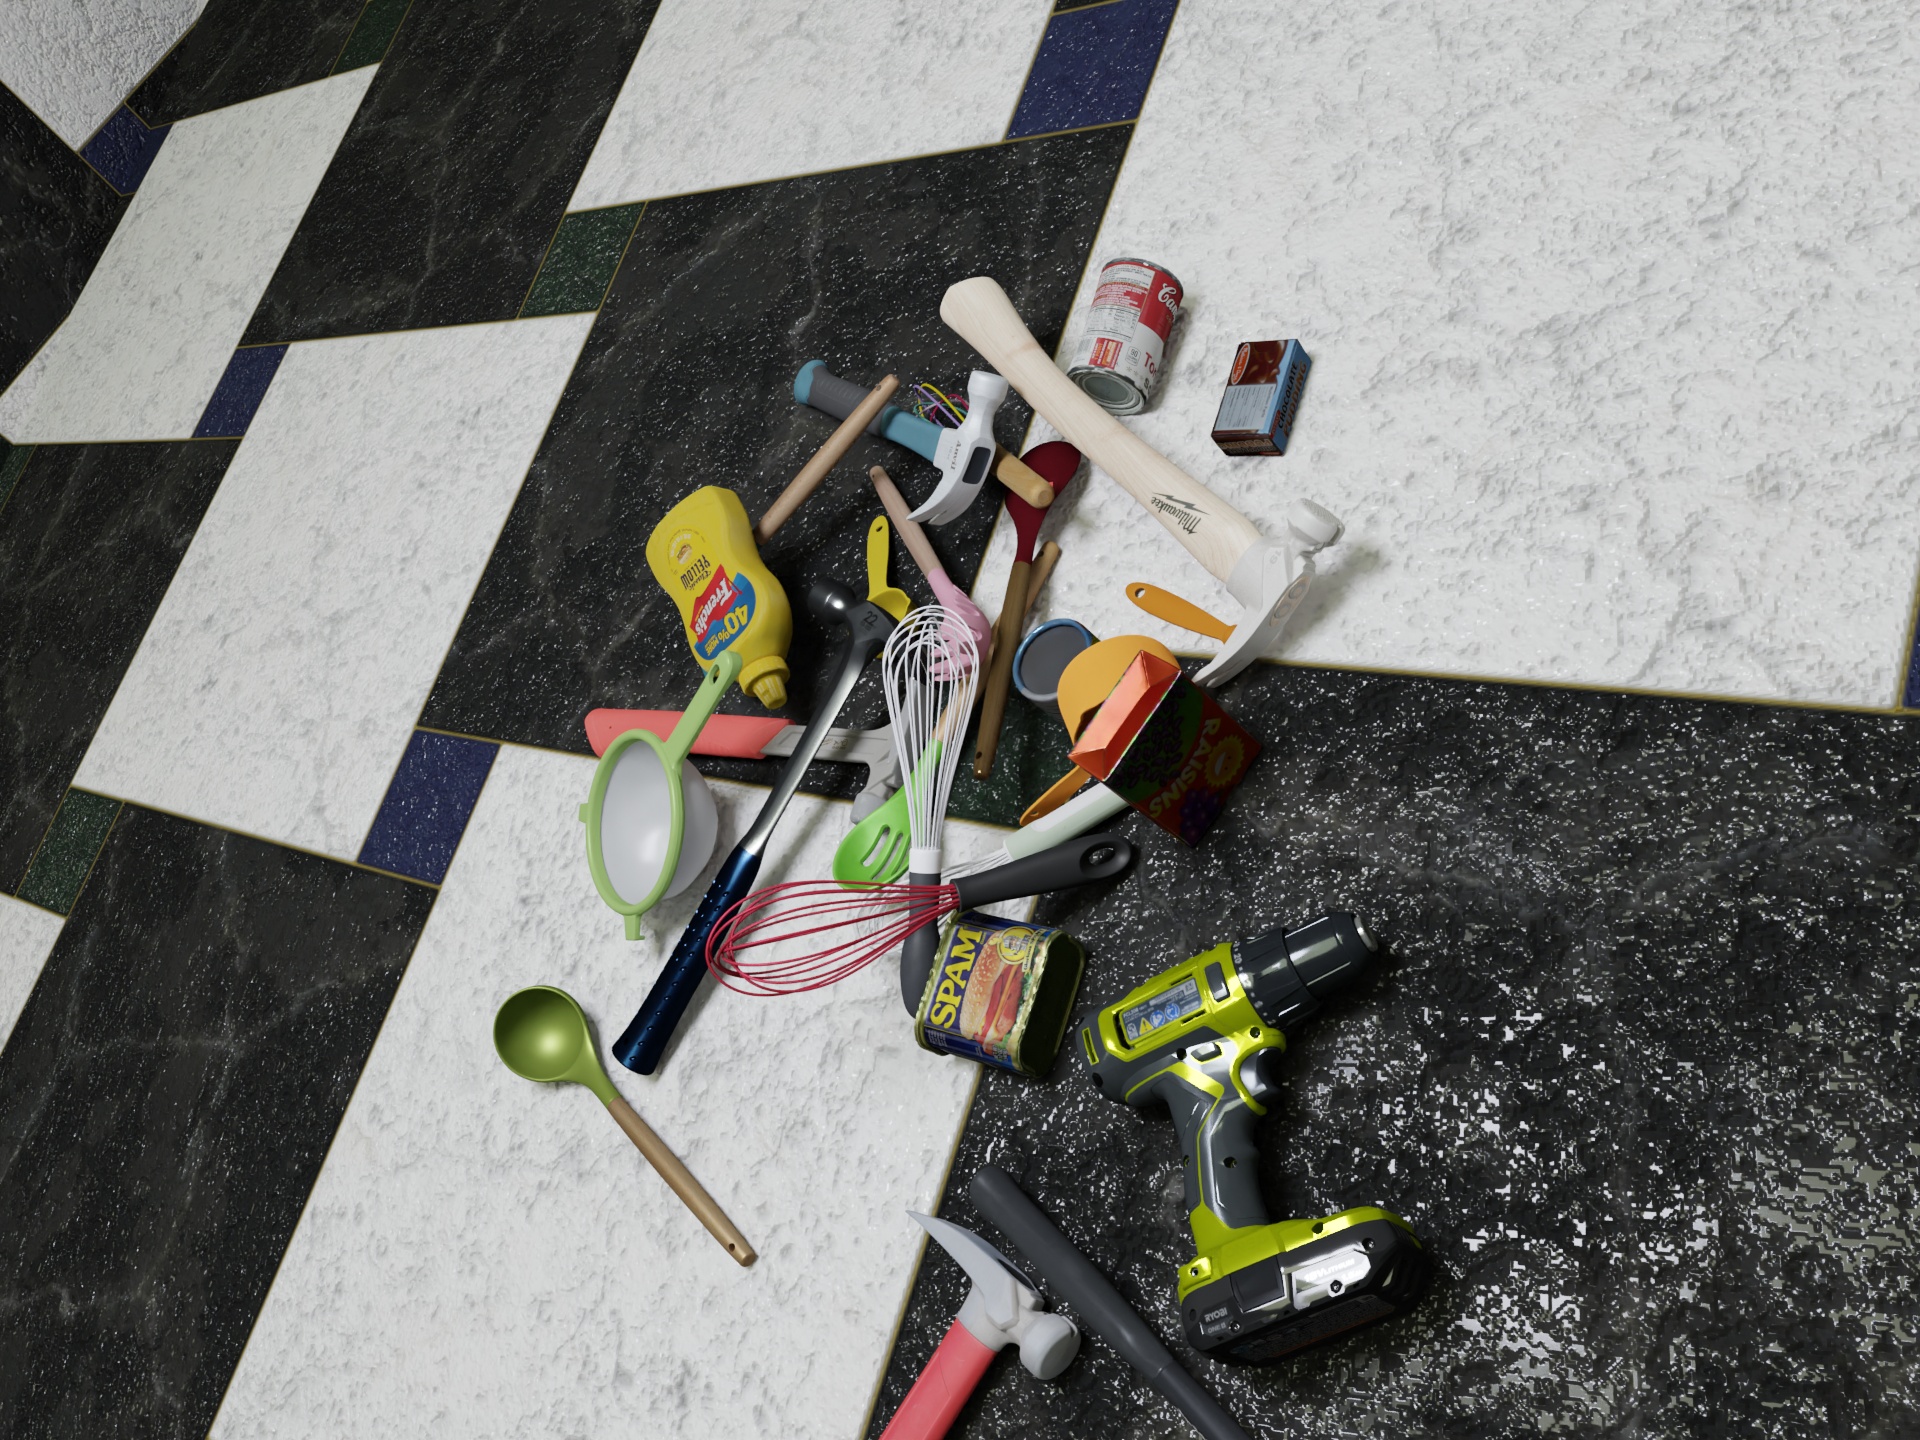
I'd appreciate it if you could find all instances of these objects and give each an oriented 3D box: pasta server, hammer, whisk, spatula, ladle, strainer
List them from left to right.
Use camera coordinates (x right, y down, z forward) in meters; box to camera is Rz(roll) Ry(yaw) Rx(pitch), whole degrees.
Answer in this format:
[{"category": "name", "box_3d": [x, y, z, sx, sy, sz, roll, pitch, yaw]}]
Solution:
[{"category": "ladle", "box_3d": [-0.258, 0.307, 1.209, 0.320, 0.062, 0.078, 34, 96, 39]}, {"category": "strainer", "box_3d": [-0.217, 0.046, 1.274, 0.256, 0.069, 0.152, -55, 48, 28]}, {"category": "hammer", "box_3d": [-0.179, 0.005, 1.325, 0.359, 0.036, 0.149, 4, 69, 37]}, {"category": "hammer", "box_3d": [-0.154, 0.093, 1.222, 0.144, 0.035, 0.405, 33, 96, 39]}, {"category": "spatula", "box_3d": [-0.148, -0.169, 1.347, 0.317, 0.044, 0.082, -45, 47, 23]}, {"category": "hammer", "box_3d": [-0.080, 0.499, 0.987, 0.143, 0.038, 0.386, 30, 86, 43]}, {"category": "hammer", "box_3d": [-0.063, -0.254, 1.336, 0.331, 0.033, 0.128, 37, 117, 54]}, {"category": "pasta server", "box_3d": [-0.033, -0.128, 1.255, 0.317, 0.040, 0.060, -117, 41, -51]}, {"category": "whisk", "box_3d": [-0.022, 0.119, 1.044, 0.295, 0.073, 0.073, -13, 50, -15]}, {"category": "whisk", "box_3d": [-0.022, 0.064, 1.089, 0.070, 0.070, 0.284, 3, 92, 37]}, {"category": "whisk", "box_3d": [0.016, -0.217, 1.273, 0.245, 0.051, 0.047, 49, 124, 53]}, {"category": "whisk", "box_3d": [0.030, 0.097, 1.119, 0.246, 0.059, 0.058, -32, 24, 13]}, {"category": "ladle", "box_3d": [0.042, -0.093, 1.192, 0.069, 0.031, 0.316, -15, 51, 38]}, {"category": "hammer", "box_3d": [0.101, -0.198, 1.170, 0.411, 0.038, 0.146, 50, 119, 34]}, {"category": "hammer", "box_3d": [0.105, 0.354, 0.886, 0.035, 0.146, 0.335, -39, 38, -14]}]

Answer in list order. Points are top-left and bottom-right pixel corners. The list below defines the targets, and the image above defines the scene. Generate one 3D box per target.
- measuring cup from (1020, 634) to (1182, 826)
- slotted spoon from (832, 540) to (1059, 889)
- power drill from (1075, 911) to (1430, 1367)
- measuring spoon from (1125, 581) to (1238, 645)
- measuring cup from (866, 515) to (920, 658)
[{"category": "measuring cup", "box_3d": [0.086, 0.007, 1.101, 0.173, 0.095, 0.052, -47, 48, 37]}, {"category": "slotted spoon", "box_3d": [-0.002, -0.004, 1.194, 0.070, 0.031, 0.314, 17, 71, 41]}, {"category": "power drill", "box_3d": [0.179, 0.232, 0.918, 0.190, 0.080, 0.229, -30, 49, 20]}, {"category": "measuring spoon", "box_3d": [0.159, -0.078, 1.140, 0.117, 0.011, 0.021, 31, 86, 42]}, {"category": "measuring cup", "box_3d": [-0.060, -0.112, 1.316, 0.062, 0.029, 0.157, -26, 42, 22]}]
